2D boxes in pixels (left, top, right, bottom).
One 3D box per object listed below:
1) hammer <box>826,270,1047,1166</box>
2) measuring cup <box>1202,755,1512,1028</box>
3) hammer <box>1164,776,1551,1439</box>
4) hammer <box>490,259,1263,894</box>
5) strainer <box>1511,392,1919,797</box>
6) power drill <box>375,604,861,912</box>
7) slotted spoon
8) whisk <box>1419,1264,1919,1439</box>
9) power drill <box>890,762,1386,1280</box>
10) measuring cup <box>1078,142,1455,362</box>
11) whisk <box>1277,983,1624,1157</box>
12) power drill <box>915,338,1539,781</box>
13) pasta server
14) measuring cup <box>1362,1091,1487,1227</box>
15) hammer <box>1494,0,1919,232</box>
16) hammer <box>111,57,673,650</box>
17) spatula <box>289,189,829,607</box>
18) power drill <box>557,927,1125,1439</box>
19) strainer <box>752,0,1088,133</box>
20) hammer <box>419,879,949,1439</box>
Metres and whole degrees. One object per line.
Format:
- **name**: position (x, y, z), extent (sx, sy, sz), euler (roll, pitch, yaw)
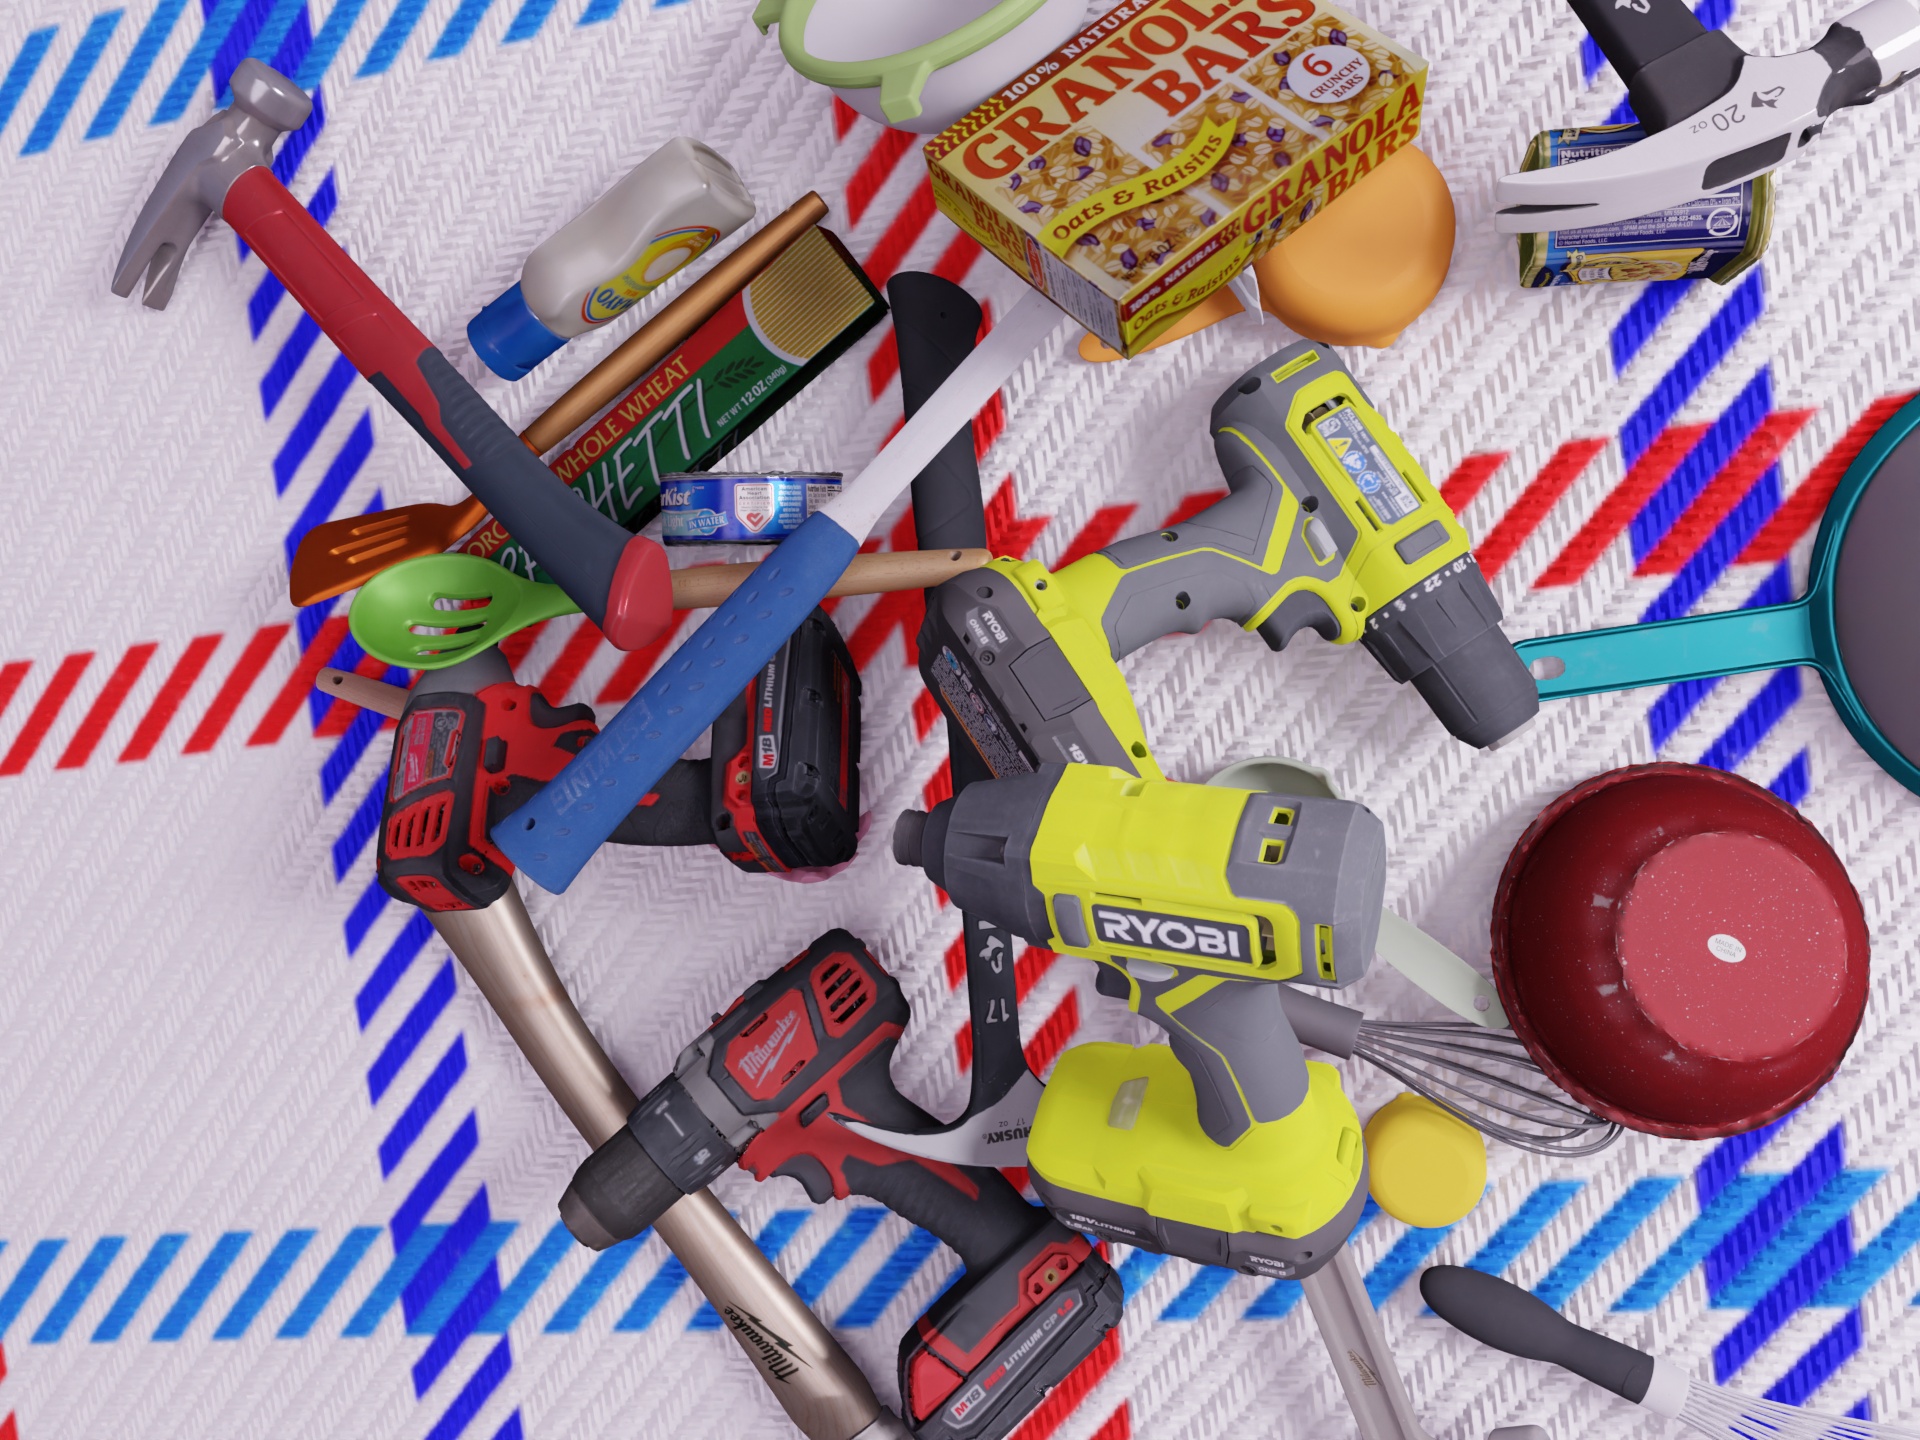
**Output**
- **hammer**: position (-0.001, -0.002, 0.723), extent (0.149, 0.036, 0.409), euler (-4, 86, -22)
- **measuring cup**: position (0.177, 0.080, 0.719), extent (0.167, 0.038, 0.083), euler (38, 102, 8)
- **hammer**: position (0.135, 0.197, 0.715), extent (0.149, 0.037, 0.359), euler (-20, 95, 28)
- **hammer**: position (-0.040, -0.086, 0.672), extent (0.144, 0.035, 0.405), euler (40, 85, 26)
- **strainer**: position (0.394, -0.041, 0.630), extent (0.340, 0.095, 0.211), euler (-8, 93, 12)
- **power drill**: position (-0.162, 0.010, 0.748), extent (0.219, 0.078, 0.143), euler (-6, 62, 10)
- **slotted spoon**: position (-0.137, -0.057, 0.724), extent (0.314, 0.031, 0.070), euler (-3, 54, 17)
- **whisk**: position (0.341, 0.307, 0.698), extent (0.285, 0.070, 0.070), euler (22, 100, 15)
- **power drill**: position (0.073, 0.110, 0.601), extent (0.171, 0.080, 0.223), euler (5, 134, 23)
- **measuring cup**: position (0.131, -0.196, 0.698), extent (0.173, 0.052, 0.095), euler (-19, 91, 12)
- **whisk**: position (0.179, 0.140, 0.724), extent (0.239, 0.055, 0.055), euler (17, 99, 16)
- **power drill**: position (0.116, -0.032, 0.662), extent (0.228, 0.080, 0.190), euler (-31, 82, -16)
- **pasta server**: position (-0.191, 0.019, 0.801), extent (0.316, 0.040, 0.060), euler (17, 67, 13)
- **measuring cup**: position (0.166, 0.217, 0.740), extent (0.156, 0.029, 0.062), euler (-16, 92, 12)
- **hammer**: position (0.210, -0.335, 0.621), extent (0.146, 0.035, 0.335), euler (-27, 69, 8)
- **hammer**: position (-0.272, -0.155, 0.756), extent (0.387, 0.038, 0.143), euler (45, 104, 21)
- **spatula**: position (-0.198, -0.158, 0.782), extent (0.322, 0.081, 0.041), euler (-37, 126, 10)
- **power drill**: position (-0.056, 0.236, 0.744), extent (0.188, 0.080, 0.227), euler (-40, 84, -11)
- **strainer**: position (0.041, -0.341, 0.704), extent (0.256, 0.069, 0.152), euler (-37, 47, -3)
- **hammer**: position (-0.163, 0.239, 0.817), extent (0.146, 0.038, 0.411), euler (-39, 86, 15)
